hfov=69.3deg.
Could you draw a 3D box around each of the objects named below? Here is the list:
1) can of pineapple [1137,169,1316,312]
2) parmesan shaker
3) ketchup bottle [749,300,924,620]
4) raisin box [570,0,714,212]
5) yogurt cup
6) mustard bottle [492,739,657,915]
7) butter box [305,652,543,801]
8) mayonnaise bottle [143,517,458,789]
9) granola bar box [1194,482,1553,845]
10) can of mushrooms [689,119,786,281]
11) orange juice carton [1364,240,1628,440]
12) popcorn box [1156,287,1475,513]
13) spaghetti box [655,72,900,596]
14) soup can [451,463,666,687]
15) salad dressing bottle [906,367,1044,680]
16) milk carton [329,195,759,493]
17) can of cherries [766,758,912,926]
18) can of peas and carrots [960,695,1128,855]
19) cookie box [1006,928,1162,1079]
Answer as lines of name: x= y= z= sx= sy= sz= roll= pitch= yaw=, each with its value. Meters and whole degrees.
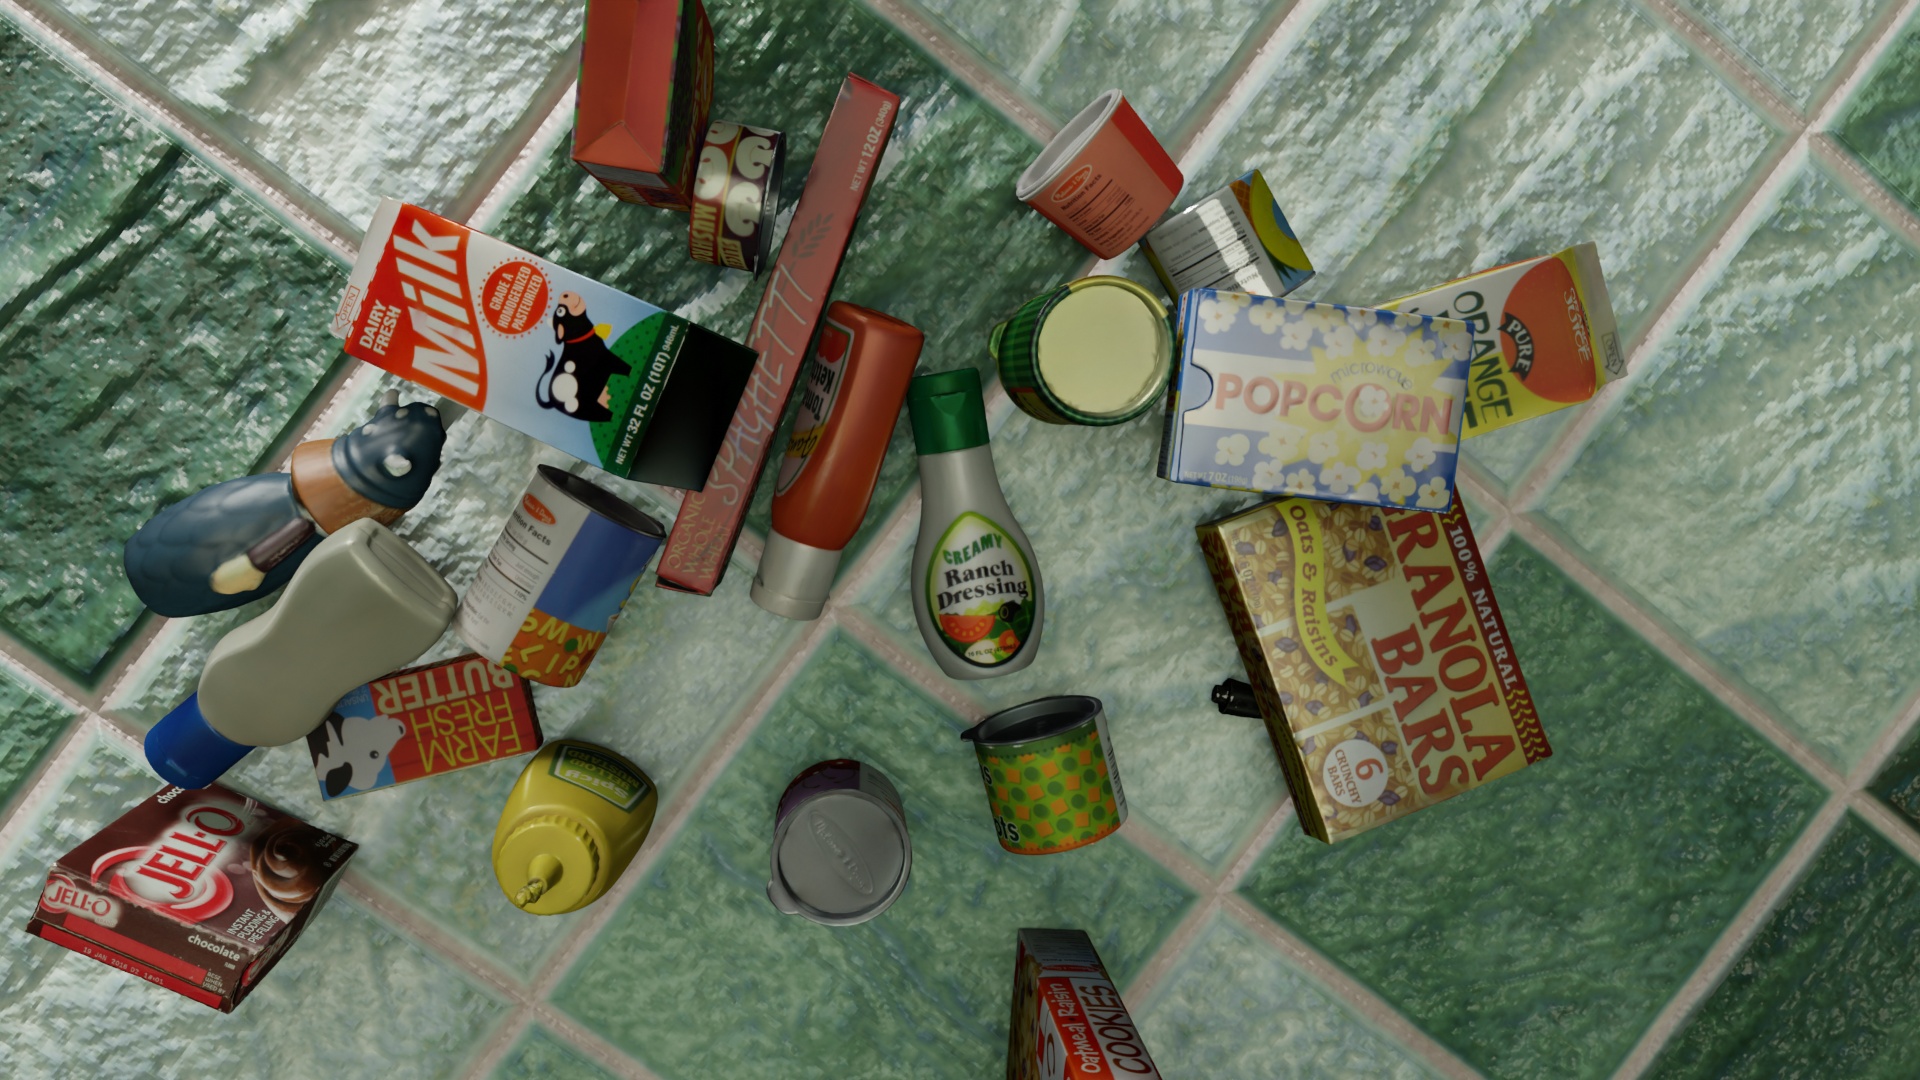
can of pineapple: x=0.127 y=-0.136 z=0.665 sx=0.071 sy=0.071 sz=0.058 roll=-31 pitch=97 yaw=-2
parmesan shaker: x=0.053 y=-0.086 z=0.642 sx=0.071 sy=0.103 sz=0.071 roll=-1 pitch=96 yaw=-5
ketchup bottle: x=-0.061 y=-0.036 z=0.658 sx=0.043 sy=0.065 sz=0.148 roll=14 pitch=103 yaw=-23
raisin box: x=-0.134 y=-0.195 z=0.604 sx=0.040 sy=0.123 sz=0.086 roll=6 pitch=95 yaw=-6
yogurt cup: x=0.068 y=-0.170 z=0.657 sx=0.054 sy=0.072 sz=0.072 roll=41 pitch=90 yaw=-16
mustard bottle: x=-0.172 y=0.130 z=0.610 sx=0.065 sy=0.160 sz=0.049 roll=27 pitch=91 yaw=-9
butter box: x=-0.257 y=0.086 z=0.666 sx=0.103 sy=0.024 sz=0.053 roll=-13 pitch=97 yaw=-4
mayonnaise bottle: x=-0.299 y=0.056 z=0.621 sx=0.148 sy=0.041 sz=0.064 roll=-37 pitch=114 yaw=10
granola bar box: x=0.204 y=0.049 z=0.686 sx=0.124 sy=0.039 sz=0.165 roll=-20 pitch=90 yaw=-8
can of mushrooms: x=-0.102 y=-0.156 z=0.638 sx=0.033 sy=0.071 sz=0.071 roll=11 pitch=94 yaw=-6
orange juice carton: x=0.228 y=-0.086 z=0.674 sx=0.193 sy=0.073 sz=0.071 roll=-17 pitch=96 yaw=-4
popcorn box: x=0.155 y=-0.061 z=0.612 sx=0.127 sy=0.038 sz=0.085 roll=6 pitch=96 yaw=-5
spaghetti box: x=-0.086 y=-0.093 z=0.654 sx=0.029 sy=0.050 sz=0.249 roll=21 pitch=93 yaw=-6
soup can: x=-0.185 y=0.018 z=0.648 sx=0.071 sy=0.071 sz=0.083 roll=30 pitch=93 yaw=-7
salad dressing bottle: x=0.002 y=-0.008 z=0.673 sx=0.064 sy=0.044 sz=0.147 roll=-10 pitch=96 yaw=-6
milk carton: x=-0.196 y=-0.091 z=0.616 sx=0.191 sy=0.073 sz=0.072 roll=24 pitch=93 yaw=15
can of cherries: x=-0.061 y=0.146 z=0.674 sx=0.071 sy=0.058 sz=0.071 roll=-1 pitch=96 yaw=-6
can of peas and carrots: x=0.041 y=0.114 z=0.677 sx=0.071 sy=0.071 sz=0.058 roll=-15 pitch=97 yaw=-4
cookie box: x=0.053 y=0.270 z=0.640 sx=0.040 sy=0.167 sz=0.122 roll=4 pitch=95 yaw=-6
